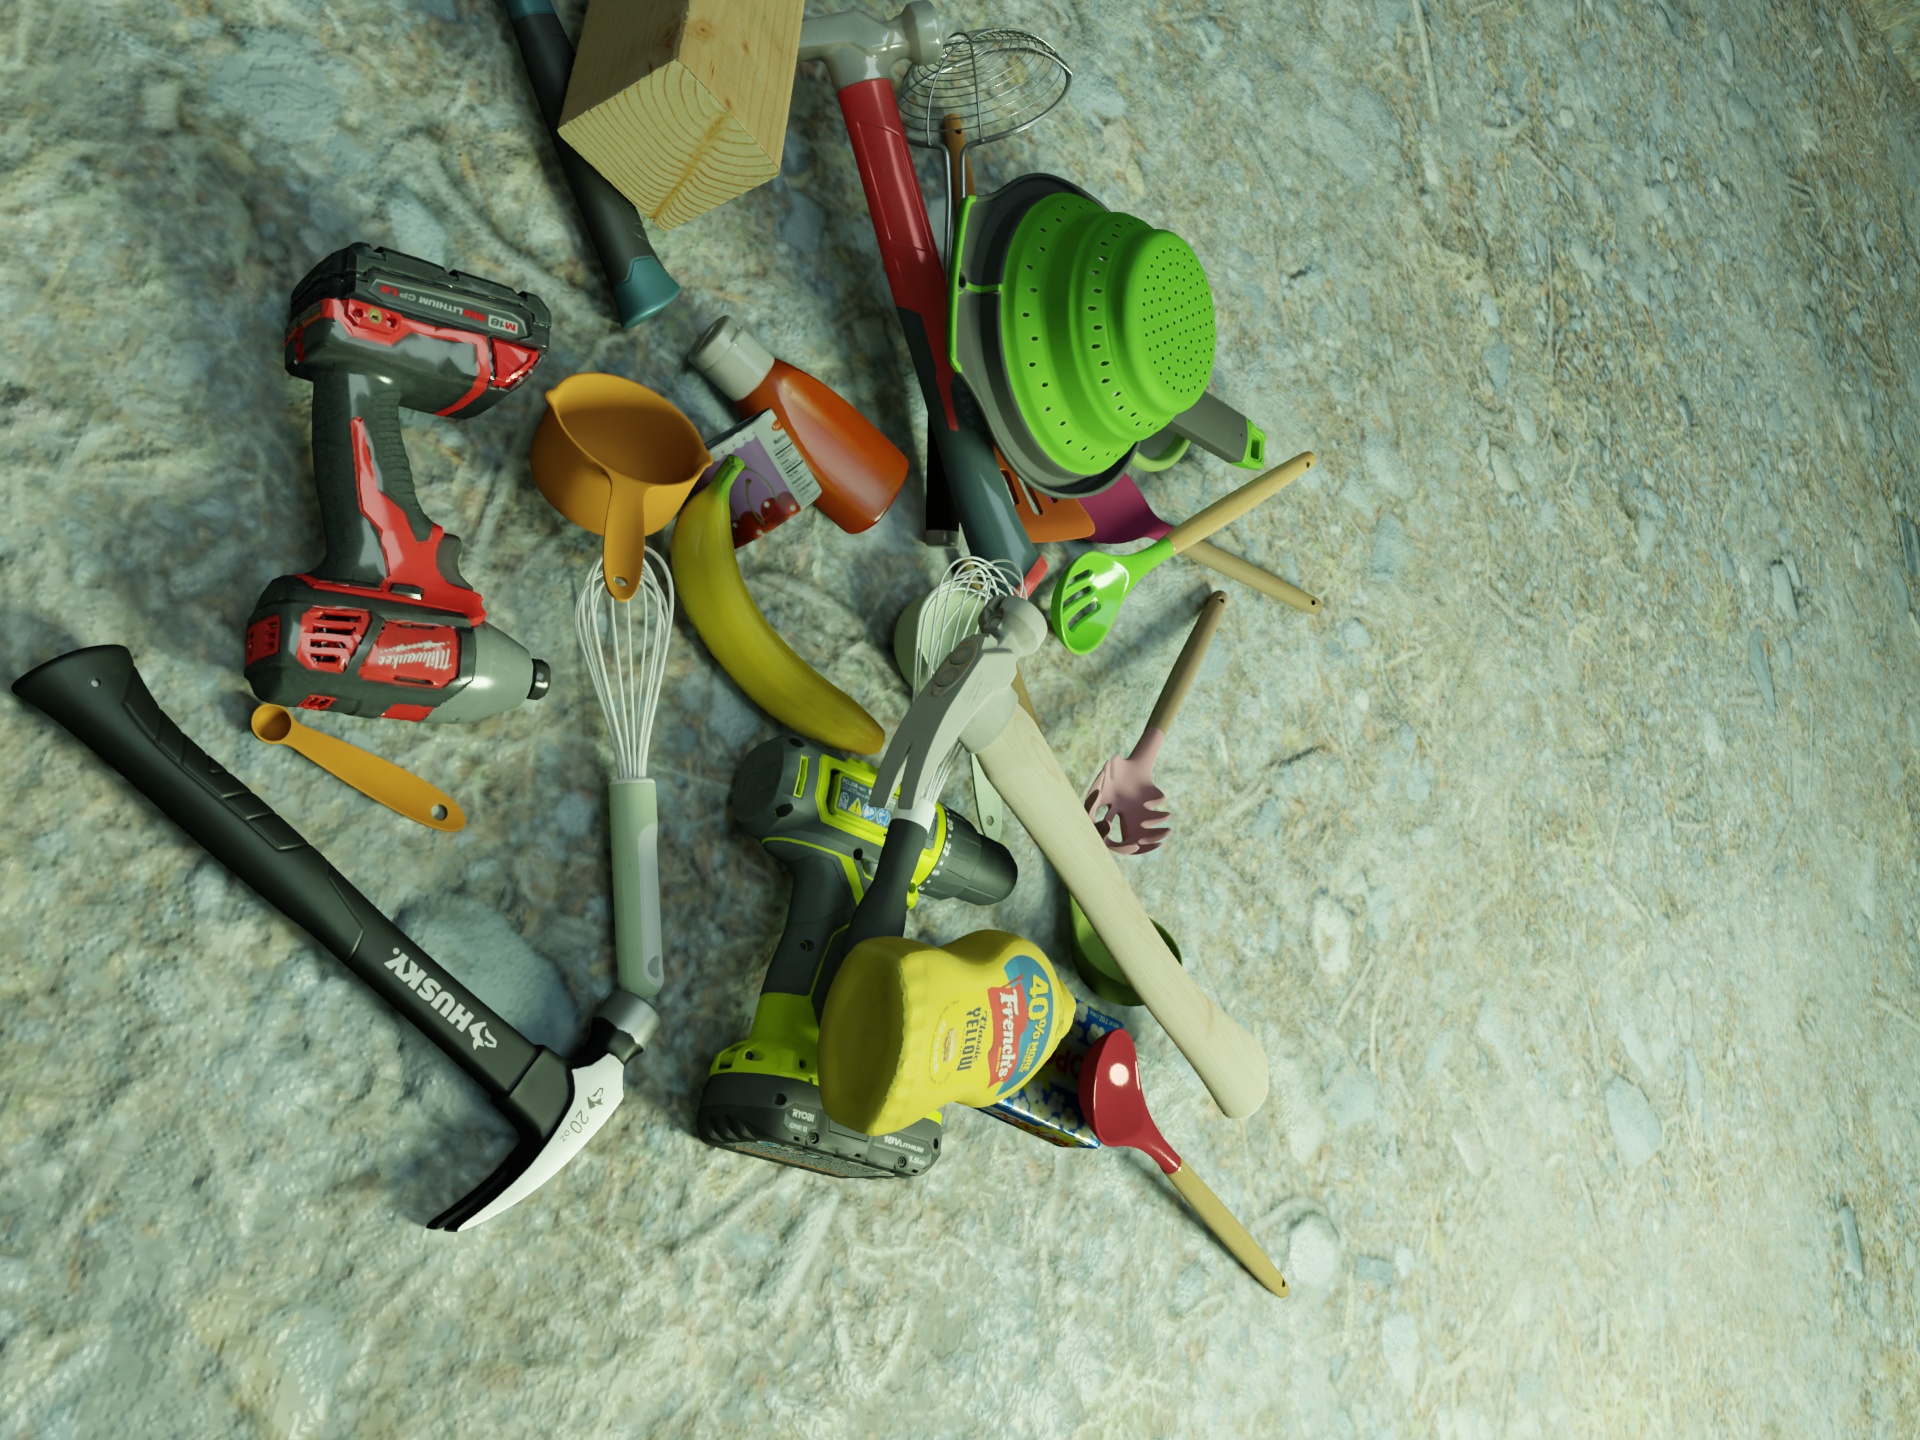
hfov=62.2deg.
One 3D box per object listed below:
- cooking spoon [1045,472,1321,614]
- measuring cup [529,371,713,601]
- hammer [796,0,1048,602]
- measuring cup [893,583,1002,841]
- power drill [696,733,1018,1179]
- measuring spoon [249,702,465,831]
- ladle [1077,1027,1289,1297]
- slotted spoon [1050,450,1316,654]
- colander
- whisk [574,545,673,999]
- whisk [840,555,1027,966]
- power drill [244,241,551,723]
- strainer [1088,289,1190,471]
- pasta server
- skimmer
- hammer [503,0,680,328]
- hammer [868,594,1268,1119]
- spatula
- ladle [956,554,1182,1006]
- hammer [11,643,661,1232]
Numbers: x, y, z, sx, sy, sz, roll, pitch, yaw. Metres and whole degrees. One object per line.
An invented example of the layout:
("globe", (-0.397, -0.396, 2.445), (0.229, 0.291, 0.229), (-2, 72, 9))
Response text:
("cooking spoon", (0.174, -0.134, 1.220), (0.318, 0.017, 0.069), (19, 72, -37))
("measuring cup", (-0.184, -0.109, 0.832), (0.095, 0.052, 0.174), (18, 42, -27))
("hammer", (-0.035, -0.251, 1.006), (0.143, 0.038, 0.386), (-16, 92, -8))
("measuring cup", (-0.002, -0.003, 1.020), (0.083, 0.038, 0.167), (-5, 85, -42))
("power drill", (-0.053, 0.139, 0.912), (0.190, 0.080, 0.229), (26, 61, -34))
("measuring spoon", (-0.292, 0.025, 0.774), (0.116, 0.011, 0.021), (36, 57, -34))
("ladle", (0.152, 0.306, 1.055), (0.315, 0.031, 0.069), (53, 48, -34))
("slotted spoon", (0.169, -0.137, 1.180), (0.314, 0.031, 0.070), (-33, 123, -33))
("colander", (0.144, -0.234, 1.059), (0.396, 0.094, 0.204), (12, 81, -53))
("whisk", (-0.176, 0.025, 0.853), (0.057, 0.059, 0.246), (10, 76, -69))
("whisk", (-0.017, 0.025, 0.899), (0.070, 0.070, 0.285), (34, 59, -31))
("power drill", (-0.267, -0.107, 0.785), (0.143, 0.078, 0.220), (9, 76, -40))
("strainer", (0.142, -0.244, 1.195), (0.256, 0.069, 0.151), (19, 75, -54))
("pasta server", (0.148, -0.009, 1.118), (0.060, 0.040, 0.316), (40, 43, -7))
("skimmer", (0.007, -0.295, 1.077), (0.090, 0.127, 0.363), (5, 87, -70))
("hammer", (-0.236, -0.386, 0.906), (0.128, 0.033, 0.331), (-26, 97, -43))
("hammer", (0.088, 0.122, 0.953), (0.410, 0.038, 0.146), (55, 53, -33))
("spatula", (0.024, -0.274, 1.105), (0.081, 0.041, 0.323), (-6, 82, -26))
("ladle", (0.066, 0.038, 1.057), (0.078, 0.062, 0.320), (-21, 91, -45))
("hammer", (-0.293, 0.094, 0.737), (0.334, 0.035, 0.146), (49, 52, -21))
